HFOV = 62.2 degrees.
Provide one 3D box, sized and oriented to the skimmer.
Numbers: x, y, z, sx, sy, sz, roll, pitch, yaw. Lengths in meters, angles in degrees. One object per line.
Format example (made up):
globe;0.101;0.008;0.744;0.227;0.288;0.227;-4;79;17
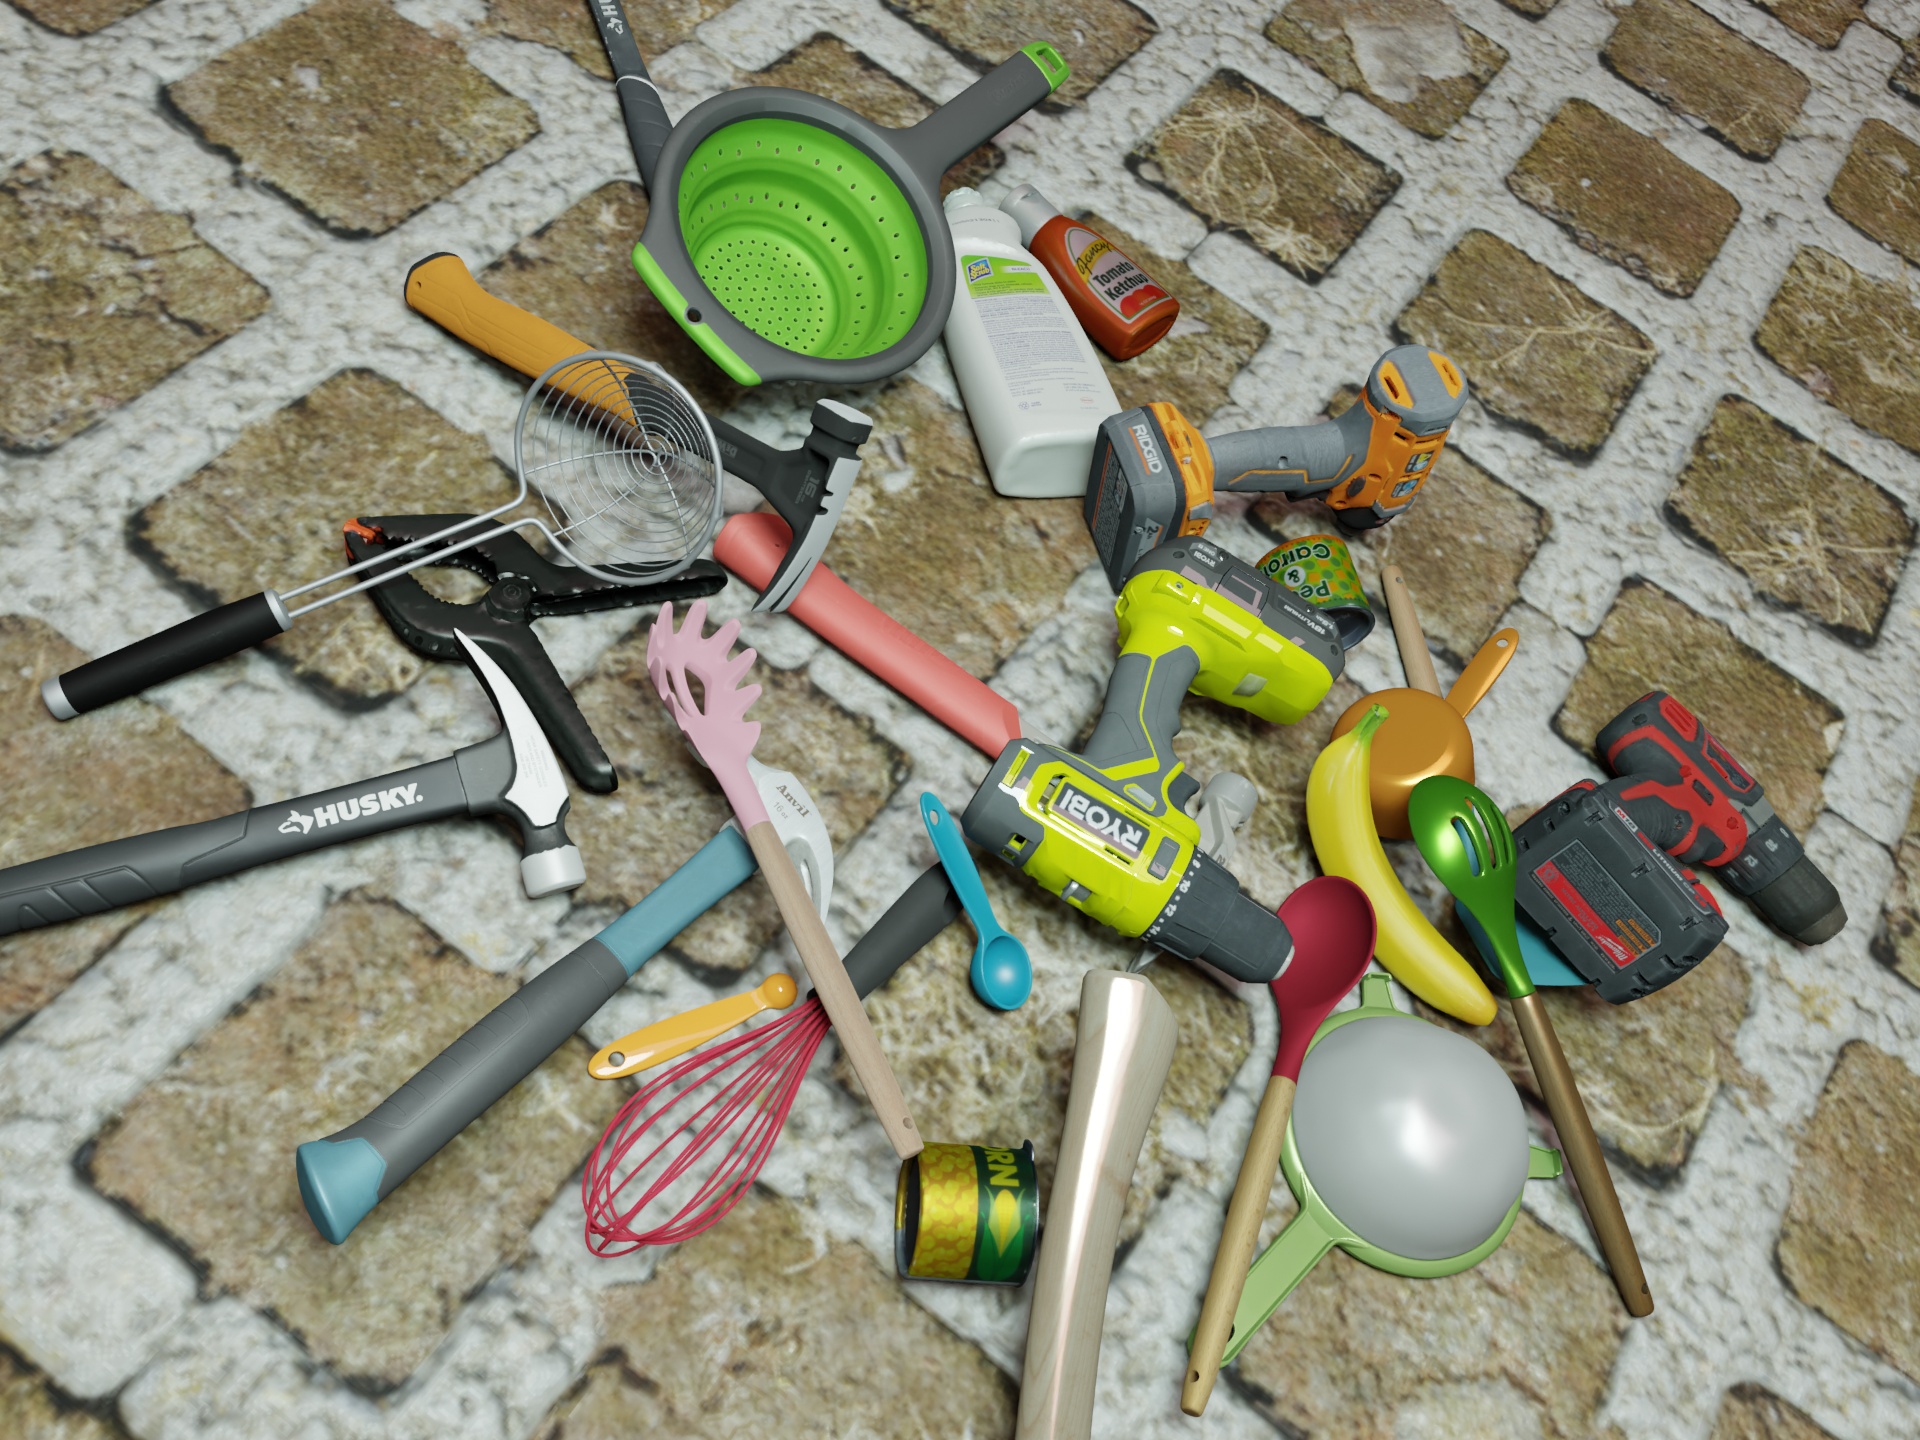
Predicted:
skimmer;-0.300;-0.081;0.830;0.363;0.090;0.127;-25;103;-12

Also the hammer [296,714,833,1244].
hammer;-0.184;0.125;0.782;0.128;0.033;0.331;46;49;3

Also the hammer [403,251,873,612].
hammer;-0.210;-0.191;0.953;0.337;0.127;0.034;31;16;20

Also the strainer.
strainer;0.215;0.245;0.838;0.256;0.069;0.151;-34;74;-31

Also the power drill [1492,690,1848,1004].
power drill;0.443;0.088;0.971;0.226;0.080;0.188;-25;71;-46

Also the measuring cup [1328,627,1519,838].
measuring cup;0.296;-0.008;0.985;0.095;0.052;0.173;31;71;33

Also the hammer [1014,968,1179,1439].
hammer;0.034;0.315;0.712;0.146;0.038;0.411;13;71;-8

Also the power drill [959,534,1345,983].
power drill;0.130;0.023;0.902;0.190;0.080;0.229;31;60;1

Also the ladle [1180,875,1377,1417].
ladle;0.166;0.214;0.845;0.031;0.069;0.316;53;46;-31

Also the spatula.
spatula;0.319;0.027;1.012;0.082;0.044;0.318;3;58;-19

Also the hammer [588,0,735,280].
hammer;-0.243;-0.470;1.148;0.149;0.036;0.409;-12;65;-21

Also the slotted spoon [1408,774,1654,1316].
slotted spoon;0.325;0.177;0.888;0.070;0.031;0.314;-15;83;-31

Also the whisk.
whisk;-0.083;0.160;0.813;0.073;0.073;0.296;41;53;10

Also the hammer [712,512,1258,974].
hammer;-0.001;-0.003;0.942;0.359;0.036;0.149;35;57;5

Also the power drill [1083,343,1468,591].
power drill;0.200;-0.153;1.032;0.226;0.164;0.084;-14;65;-9

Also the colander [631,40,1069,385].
colander;-0.063;-0.345;1.070;0.204;0.094;0.397;48;59;-7

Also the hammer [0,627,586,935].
hammer;-0.368;0.057;0.789;0.334;0.035;0.146;-15;83;-20

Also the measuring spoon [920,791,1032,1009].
measuring spoon;0.001;0.099;0.867;0.042;0.021;0.128;-30;98;-49

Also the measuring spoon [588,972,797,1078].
measuring spoon;-0.137;0.157;0.823;0.117;0.011;0.021;-20;68;-25

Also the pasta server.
pasta server;-0.089;0.074;0.812;0.060;0.040;0.316;-7;59;-41
